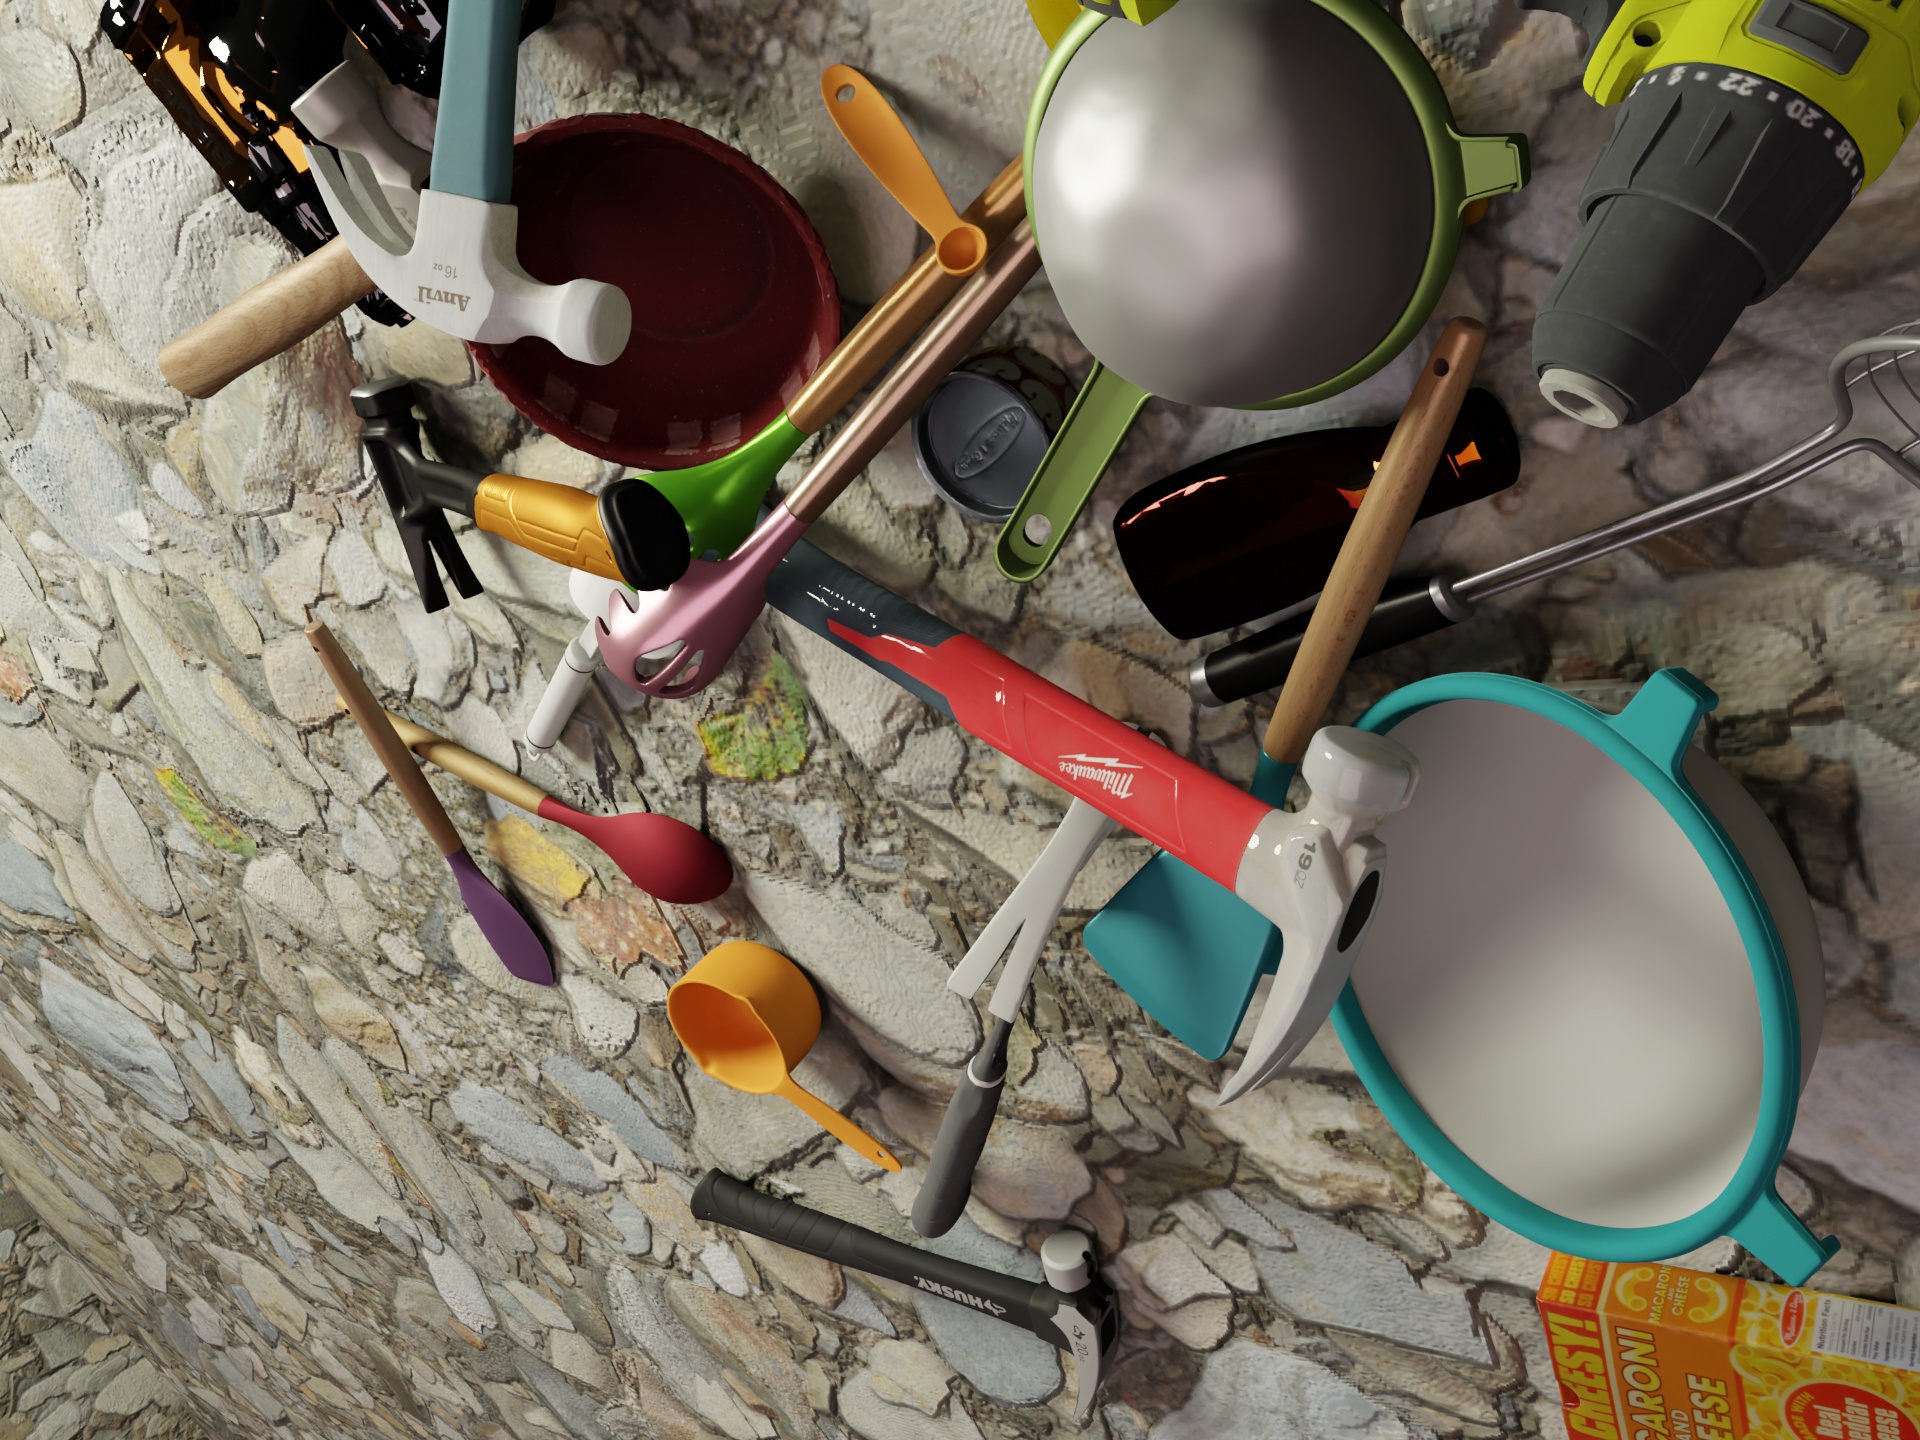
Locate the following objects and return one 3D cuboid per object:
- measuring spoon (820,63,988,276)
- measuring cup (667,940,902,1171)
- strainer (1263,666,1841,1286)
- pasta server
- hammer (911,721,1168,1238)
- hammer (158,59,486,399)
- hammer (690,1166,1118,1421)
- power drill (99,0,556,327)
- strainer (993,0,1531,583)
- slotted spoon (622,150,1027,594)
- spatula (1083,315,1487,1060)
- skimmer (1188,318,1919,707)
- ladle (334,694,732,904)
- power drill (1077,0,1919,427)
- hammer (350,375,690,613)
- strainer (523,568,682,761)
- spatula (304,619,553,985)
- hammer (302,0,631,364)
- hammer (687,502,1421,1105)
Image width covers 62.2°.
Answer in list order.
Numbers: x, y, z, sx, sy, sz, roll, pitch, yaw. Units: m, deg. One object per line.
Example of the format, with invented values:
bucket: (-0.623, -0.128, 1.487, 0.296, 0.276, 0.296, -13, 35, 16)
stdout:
measuring spoon: (-0.022, -0.207, 0.597, 0.021, 0.011, 0.117, -36, 66, 8)
measuring cup: (-0.094, 0.201, 0.957, 0.173, 0.052, 0.095, 37, 136, 5)
strainer: (0.200, 0.082, 0.635, 0.340, 0.095, 0.211, -10, 94, 63)
pasta server: (-0.049, -0.108, 0.640, 0.060, 0.040, 0.316, 28, 123, -31)
hammer: (0.016, 0.176, 0.817, 0.036, 0.149, 0.408, 28, 141, 12)
hammer: (-0.316, -0.200, 0.766, 0.331, 0.031, 0.130, -4, 135, 47)
hammer: (-0.047, 0.359, 1.053, 0.335, 0.035, 0.146, 6, 124, 33)
power drill: (-0.269, -0.283, 0.702, 0.226, 0.084, 0.185, -14, 120, 46)
strainer: (0.056, -0.124, 0.539, 0.151, 0.069, 0.256, 36, 136, 5)
slotted spoon: (-0.051, -0.139, 0.643, 0.070, 0.031, 0.313, 40, 124, -18)
spatula: (0.122, -0.003, 0.589, 0.082, 0.044, 0.317, 42, 137, 29)
skimmer: (0.214, -0.037, 0.526, 0.127, 0.090, 0.363, 31, 146, -31)
ladle: (-0.276, 0.042, 0.990, 0.315, 0.031, 0.069, 23, 133, 23)
power drill: (0.136, -0.200, 0.407, 0.228, 0.080, 0.190, 32, 92, 13)
hammer: (-0.208, -0.092, 0.741, 0.337, 0.034, 0.127, 19, 129, 53)
strainer: (-0.204, -0.038, 0.868, 0.087, 0.050, 0.258, 56, 141, 11)
spatula: (-0.342, 0.065, 1.039, 0.060, 0.018, 0.315, 6, 132, 32)
hammer: (-0.161, -0.302, 0.557, 0.128, 0.033, 0.331, 15, 107, 15)
hammer: (-0.001, -0.002, 0.661, 0.387, 0.038, 0.143, 32, 115, 36)
